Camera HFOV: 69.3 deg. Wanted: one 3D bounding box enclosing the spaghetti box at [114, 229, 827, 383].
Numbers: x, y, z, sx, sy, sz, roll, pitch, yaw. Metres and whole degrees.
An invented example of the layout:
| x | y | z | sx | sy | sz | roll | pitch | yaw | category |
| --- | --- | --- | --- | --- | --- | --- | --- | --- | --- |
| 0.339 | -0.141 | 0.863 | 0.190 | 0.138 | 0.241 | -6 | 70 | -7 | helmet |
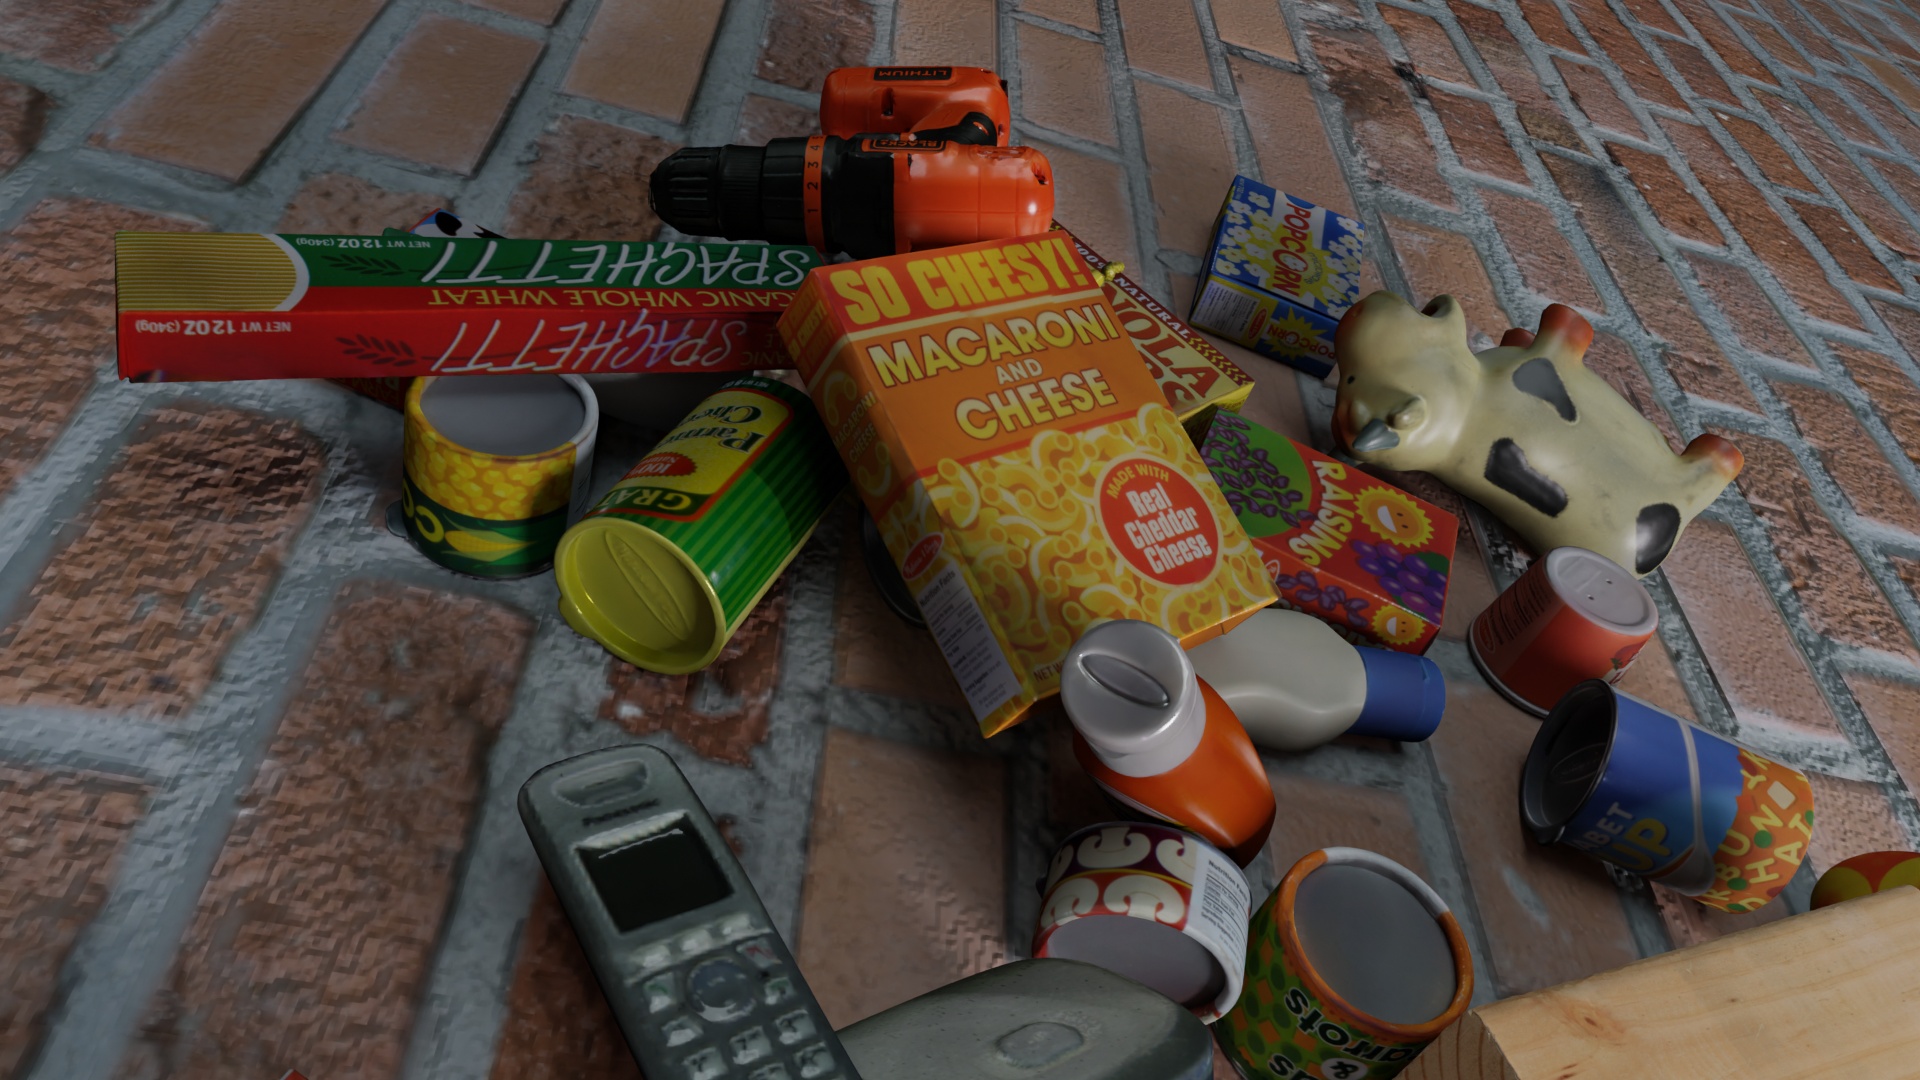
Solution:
| x | y | z | sx | sy | sz | roll | pitch | yaw | category |
| --- | --- | --- | --- | --- | --- | --- | --- | --- | --- |
| -0.159 | -0.084 | 0.500 | 0.251 | 0.028 | 0.050 | -5 | 44 | -29 | spaghetti box |

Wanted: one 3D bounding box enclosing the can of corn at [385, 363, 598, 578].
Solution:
| x | y | z | sx | sy | sz | roll | pitch | yaw | category |
| --- | --- | --- | --- | --- | --- | --- | --- | --- | --- |
| -0.170 | -0.029 | 0.504 | 0.071 | 0.058 | 0.071 | 12 | 42 | -11 | can of corn |

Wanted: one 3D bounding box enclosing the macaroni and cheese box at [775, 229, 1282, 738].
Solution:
| x | y | z | sx | sy | sz | roll | pitch | yaw | category |
| --- | --- | --- | --- | --- | --- | --- | --- | --- | --- |
| 0.024 | -0.028 | 0.501 | 0.124 | 0.040 | 0.167 | -17 | 72 | -36 | macaroni and cheese box |

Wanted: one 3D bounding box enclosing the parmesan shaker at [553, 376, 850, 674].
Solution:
| x | y | z | sx | sy | sz | roll | pitch | yaw | category |
| --- | --- | --- | --- | --- | --- | --- | --- | --- | --- |
| -0.094 | -0.008 | 0.511 | 0.071 | 0.071 | 0.103 | 27 | 41 | 5 | parmesan shaker |

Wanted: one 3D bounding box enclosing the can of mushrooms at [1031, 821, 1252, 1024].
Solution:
| x | y | z | sx | sy | sz | roll | pitch | yaw | category |
| --- | --- | --- | --- | --- | --- | --- | --- | --- | --- |
| 0.055 | 0.122 | 0.437 | 0.071 | 0.070 | 0.034 | 21 | 43 | -1 | can of mushrooms |

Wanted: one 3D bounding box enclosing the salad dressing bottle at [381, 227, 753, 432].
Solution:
| x | y | z | sx | sy | sz | roll | pitch | yaw | category |
| --- | --- | --- | --- | --- | --- | --- | --- | --- | --- |
| -0.158 | -0.085 | 0.556 | 0.148 | 0.043 | 0.064 | 16 | 48 | -25 | salad dressing bottle |

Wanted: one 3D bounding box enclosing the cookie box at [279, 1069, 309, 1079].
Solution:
| x | y | z | sx | sy | sz | roll | pitch | yaw | category |
| --- | --- | --- | --- | --- | --- | --- | --- | --- | --- |
| -0.124 | 0.212 | 0.287 | 0.167 | 0.040 | 0.123 | 31 | 42 | 9 | cookie box |

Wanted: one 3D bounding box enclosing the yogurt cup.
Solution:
| x | y | z | sx | sy | sz | roll | pitch | yaw | category |
| --- | --- | --- | --- | --- | --- | --- | --- | --- | --- |
| 0.272 | 0.040 | 0.622 | 0.072 | 0.053 | 0.073 | 12 | 42 | -11 | yogurt cup |

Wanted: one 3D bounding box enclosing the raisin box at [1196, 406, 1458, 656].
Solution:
| x | y | z | sx | sy | sz | roll | pitch | yaw | category |
| --- | --- | --- | --- | --- | --- | --- | --- | --- | --- |
| 0.156 | 0.000 | 0.626 | 0.123 | 0.039 | 0.086 | 25 | 41 | 6 | raisin box |

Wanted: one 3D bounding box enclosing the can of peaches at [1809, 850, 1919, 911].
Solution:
| x | y | z | sx | sy | sz | roll | pitch | yaw | category |
| --- | --- | --- | --- | --- | --- | --- | --- | --- | --- |
| 0.359 | 0.159 | 0.522 | 0.071 | 0.070 | 0.058 | 31 | 41 | 10 | can of peaches |

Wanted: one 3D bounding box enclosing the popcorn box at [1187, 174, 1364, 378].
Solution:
| x | y | z | sx | sy | sz | roll | pitch | yaw | category |
| --- | --- | --- | --- | --- | --- | --- | --- | --- | --- |
| 0.184 | -0.154 | 0.798 | 0.085 | 0.038 | 0.127 | 21 | 42 | 1 | popcorn box |

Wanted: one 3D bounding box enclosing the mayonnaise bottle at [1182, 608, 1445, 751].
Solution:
| x | y | z | sx | sy | sz | roll | pitch | yaw | category |
| --- | --- | --- | --- | --- | --- | --- | --- | --- | --- |
| 0.119 | 0.055 | 0.553 | 0.148 | 0.041 | 0.065 | 10 | 44 | -15 | mayonnaise bottle |

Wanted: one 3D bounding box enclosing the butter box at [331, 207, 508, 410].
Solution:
| x | y | z | sx | sy | sz | roll | pitch | yaw | category |
| --- | --- | --- | --- | --- | --- | --- | --- | --- | --- |
| -0.223 | -0.098 | 0.578 | 0.053 | 0.024 | 0.104 | 24 | 42 | 1 | butter box |

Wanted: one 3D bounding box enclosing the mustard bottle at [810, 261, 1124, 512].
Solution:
| x | y | z | sx | sy | sz | roll | pitch | yaw | category |
| --- | --- | --- | --- | --- | --- | --- | --- | --- | --- |
| 0.008 | -0.075 | 0.589 | 0.161 | 0.065 | 0.049 | -37 | 56 | -19 | mustard bottle |

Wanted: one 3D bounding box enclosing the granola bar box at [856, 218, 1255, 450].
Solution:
| x | y | z | sx | sy | sz | roll | pitch | yaw | category |
| --- | --- | --- | --- | --- | --- | --- | --- | --- | --- |
| 0.043 | -0.098 | 0.679 | 0.125 | 0.038 | 0.166 | -25 | 59 | -39 | granola bar box |

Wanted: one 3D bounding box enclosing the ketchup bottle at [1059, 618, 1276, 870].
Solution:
| x | y | z | sx | sy | sz | roll | pitch | yaw | category |
| --- | --- | --- | --- | --- | --- | --- | --- | --- | --- |
| 0.064 | 0.066 | 0.440 | 0.065 | 0.148 | 0.043 | 26 | 76 | 25 | ketchup bottle |

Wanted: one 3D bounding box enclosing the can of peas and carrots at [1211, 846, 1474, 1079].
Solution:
| x | y | z | sx | sy | sz | roll | pitch | yaw | category |
| --- | --- | --- | --- | --- | --- | --- | --- | --- | --- |
| 0.121 | 0.143 | 0.446 | 0.071 | 0.058 | 0.071 | 12 | 42 | -11 | can of peas and carrots |

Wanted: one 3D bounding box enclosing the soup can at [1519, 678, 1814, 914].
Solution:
| x | y | z | sx | sy | sz | roll | pitch | yaw | category |
| --- | --- | --- | --- | --- | --- | --- | --- | --- | --- |
| 0.277 | 0.104 | 0.550 | 0.084 | 0.071 | 0.072 | 24 | 42 | 1 | soup can |

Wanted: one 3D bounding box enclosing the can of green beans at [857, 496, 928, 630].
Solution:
| x | y | z | sx | sy | sz | roll | pitch | yaw | category |
| --- | --- | --- | --- | --- | --- | --- | --- | --- | --- |
| 0.002 | -0.005 | 0.544 | 0.058 | 0.071 | 0.071 | -18 | 55 | -36 | can of green beans |
